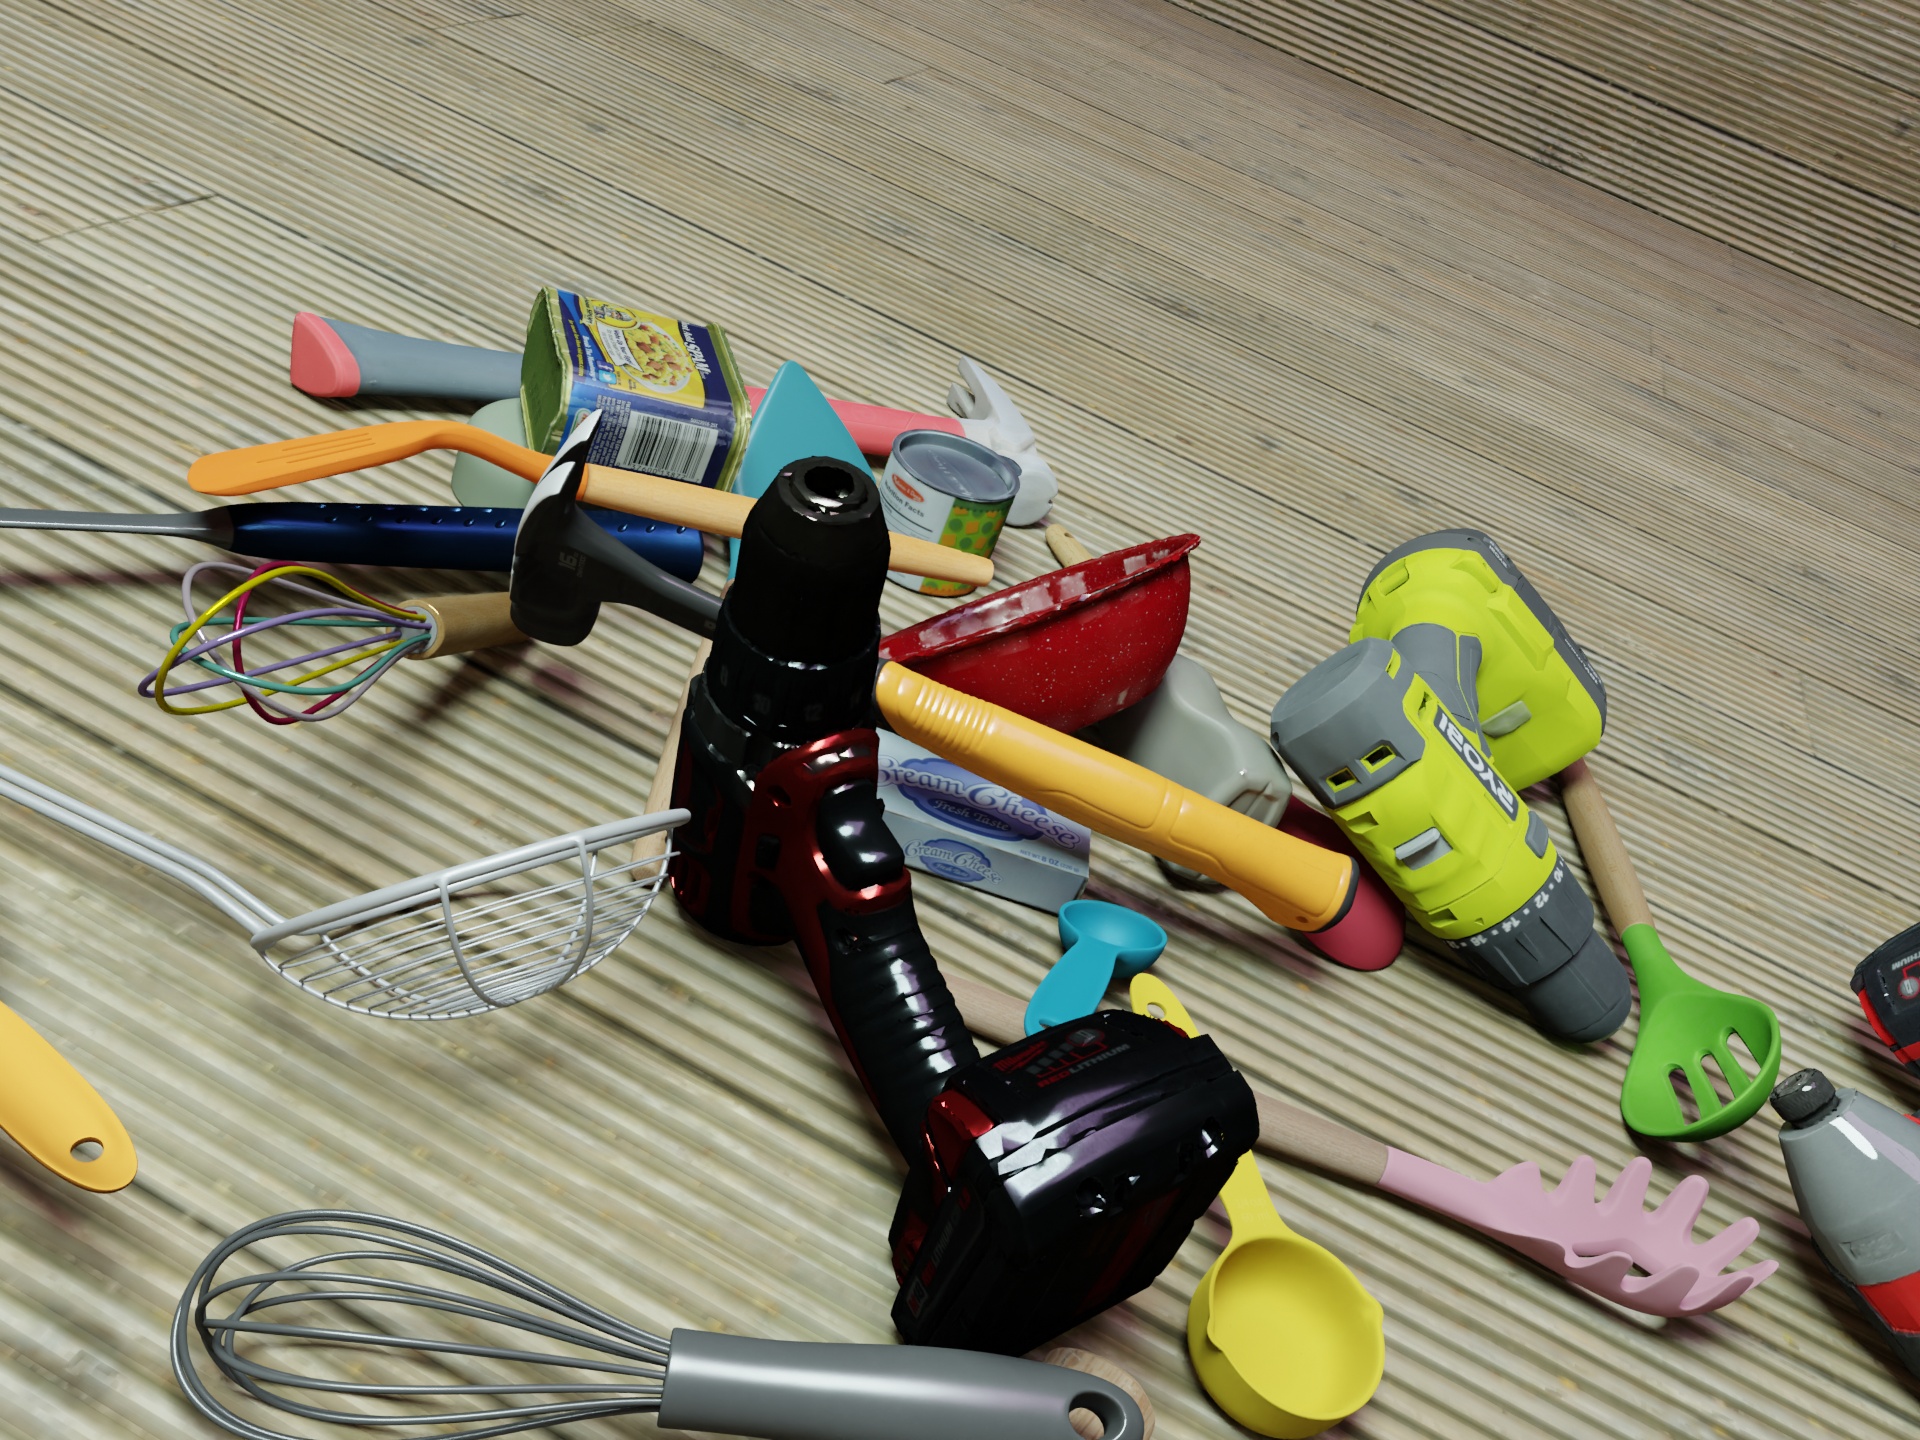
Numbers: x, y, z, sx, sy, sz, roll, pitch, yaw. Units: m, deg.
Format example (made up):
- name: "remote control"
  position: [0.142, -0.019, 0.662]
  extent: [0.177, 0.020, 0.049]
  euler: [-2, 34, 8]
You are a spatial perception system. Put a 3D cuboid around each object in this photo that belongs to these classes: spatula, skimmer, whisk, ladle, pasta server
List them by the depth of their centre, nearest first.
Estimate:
- name: "whisk"
  position: [-0.070, 0.159, 0.392]
  extent: [0.239, 0.055, 0.055]
  euler: [10, 35, -7]
- name: "skimmer"
  position: [-0.264, -0.001, 0.487]
  extent: [0.363, 0.090, 0.127]
  euler: [23, 2, 6]
- name: "whisk"
  position: [-0.189, -0.031, 0.533]
  extent: [0.051, 0.047, 0.245]
  euler: [11, 7, 4]
- name: "pasta server"
  position: [0.124, 0.139, 0.555]
  extent: [0.316, 0.040, 0.060]
  euler: [21, 22, 1]
- name: "spatula"
  position: [-0.130, -0.081, 0.637]
  extent: [0.322, 0.041, 0.081]
  euler: [10, 12, -29]
- name: "spatula"
  position: [-0.091, -0.047, 0.682]
  extent: [0.082, 0.044, 0.318]
  euler: [55, 24, -30]
- name: "ladle"
  position: [0.113, -0.006, 0.760]
  extent: [0.069, 0.031, 0.316]
  euler: [1, 37, -31]

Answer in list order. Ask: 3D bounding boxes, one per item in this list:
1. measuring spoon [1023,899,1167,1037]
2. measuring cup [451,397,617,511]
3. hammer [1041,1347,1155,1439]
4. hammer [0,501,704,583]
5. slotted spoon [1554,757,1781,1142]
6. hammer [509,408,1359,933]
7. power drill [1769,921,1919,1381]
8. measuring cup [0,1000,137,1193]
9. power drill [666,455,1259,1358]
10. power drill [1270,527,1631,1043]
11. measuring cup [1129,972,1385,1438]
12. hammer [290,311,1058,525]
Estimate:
- name: "measuring spoon"
  position: [0.042, 0.095, 0.562]
  extent: [0.042, 0.021, 0.128]
  euler: [18, 17, 14]
- name: "measuring cup"
  position: [-0.153, -0.120, 0.754]
  extent: [0.167, 0.038, 0.083]
  euler: [-2, 41, -27]
- name: "hammer"
  position: [-0.039, 0.251, 0.318]
  extent: [0.130, 0.031, 0.331]
  euler: [32, 35, 13]
- name: "hammer"
  position: [-0.291, -0.076, 0.601]
  extent: [0.405, 0.035, 0.144]
  euler: [-2, 21, -36]
- name: "slotted spoon"
  position: [0.306, 0.083, 0.727]
  extent: [0.031, 0.070, 0.314]
  euler: [42, 26, -14]
- name: "hammer"
  position: [-0.001, -0.002, 0.581]
  extent: [0.336, 0.127, 0.034]
  euler: [24, 64, -9]
- name: "power drill"
  position: [0.390, 0.160, 0.616]
  extent: [0.219, 0.078, 0.143]
  euler: [-28, 76, -45]
- name: "measuring cup"
  position: [-0.272, 0.078, 0.409]
  extent: [0.174, 0.052, 0.095]
  euler: [35, 36, 15]
- name: "power drill"
  position: [-0.016, 0.053, 0.464]
  extent: [0.080, 0.187, 0.227]
  euler: [-16, 54, -30]
- name: "power drill"
  position: [0.235, 0.020, 0.718]
  extent: [0.190, 0.080, 0.228]
  euler: [49, 33, -7]
- name: "measuring cup"
  position: [0.082, 0.151, 0.510]
  extent: [0.062, 0.029, 0.157]
  euler: [1, 44, -24]
- name: "hammer"
  position: [-0.143, -0.173, 0.836]
  extent: [0.386, 0.038, 0.143]
  euler: [4, 37, -25]
